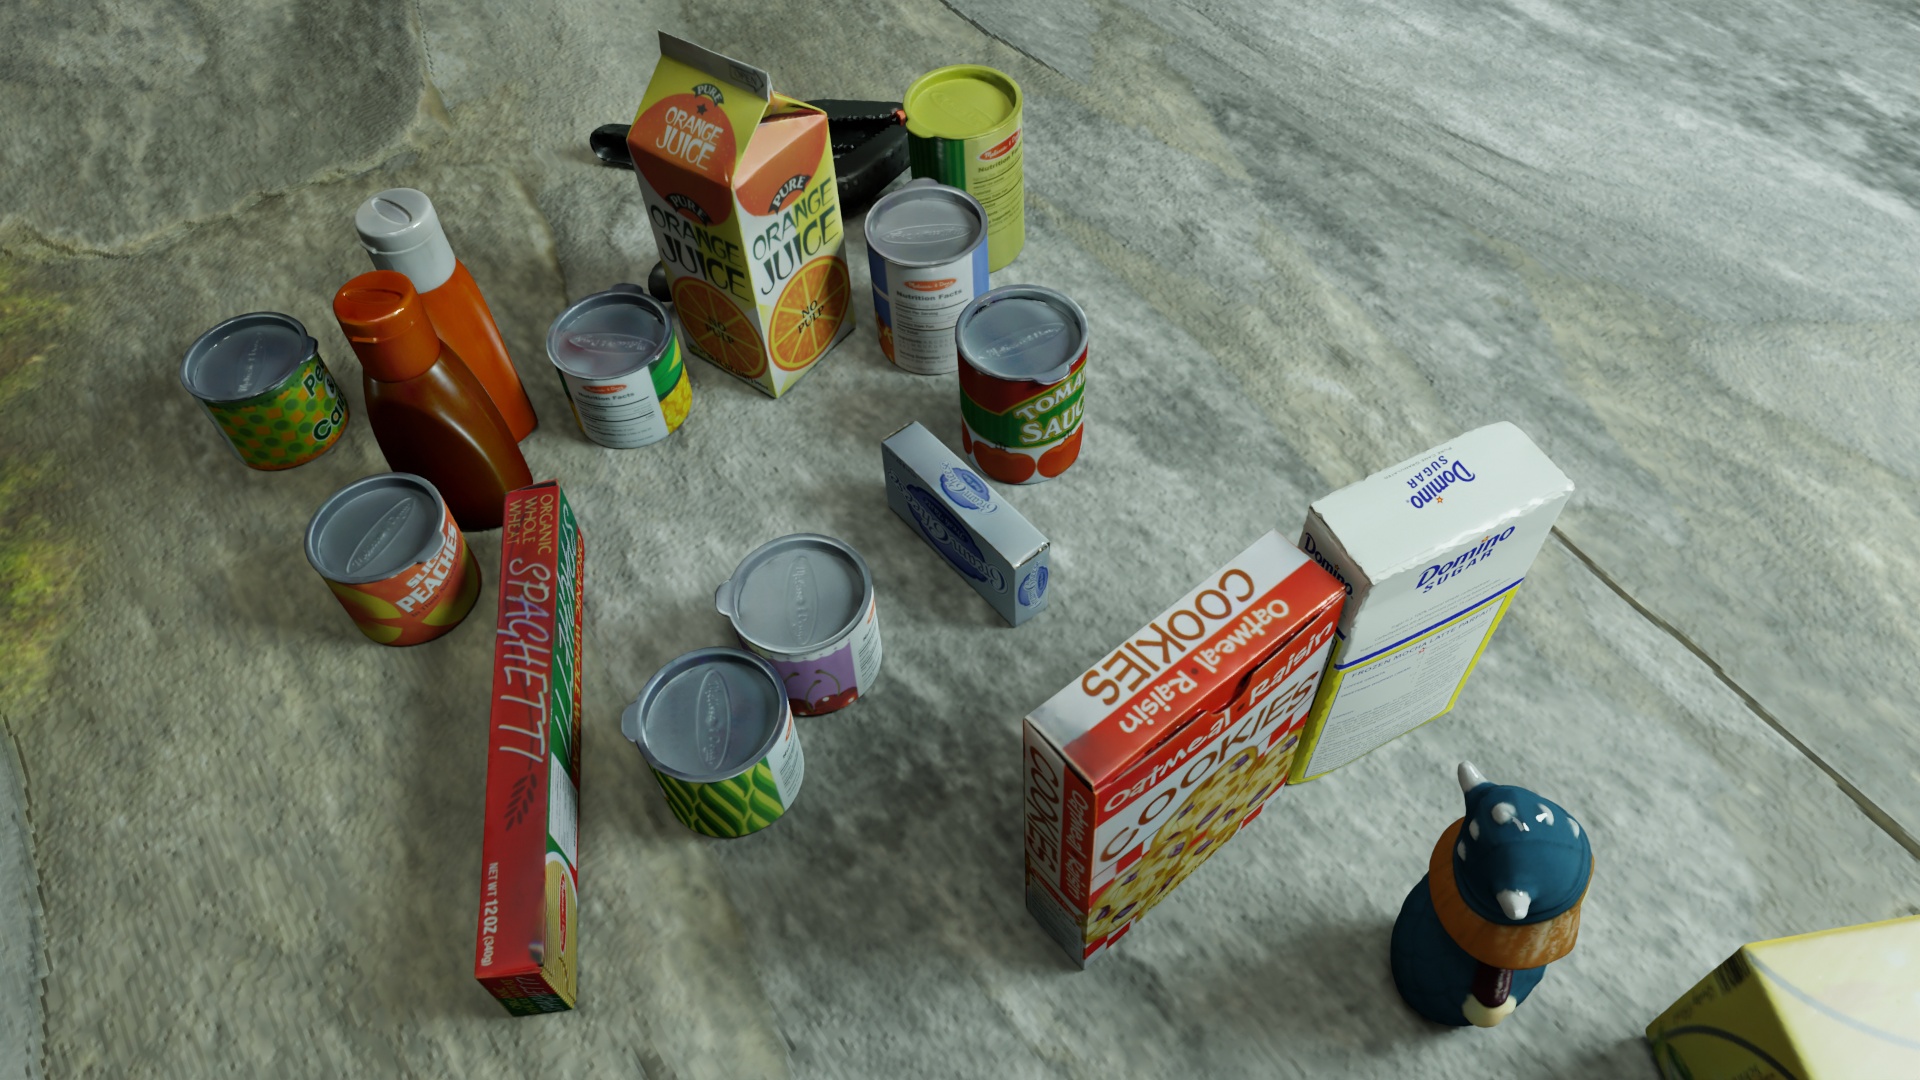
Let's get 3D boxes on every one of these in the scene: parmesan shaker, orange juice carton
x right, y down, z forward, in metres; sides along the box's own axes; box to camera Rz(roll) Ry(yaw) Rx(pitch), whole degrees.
[{"bbox_3d":[0.001,-0.211,0.805,0.071,0.102,0.071,-1,53,2],"label":"parmesan shaker"},{"bbox_3d":[-0.113,-0.173,0.726,0.072,0.191,0.073,30,60,22],"label":"orange juice carton"}]

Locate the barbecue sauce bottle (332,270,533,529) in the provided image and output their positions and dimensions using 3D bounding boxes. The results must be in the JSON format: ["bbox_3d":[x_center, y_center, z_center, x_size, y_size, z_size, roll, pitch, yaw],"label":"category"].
[{"bbox_3d":[-0.260,-0.065,0.680,0.065,0.147,0.044,5,54,7],"label":"barbecue sauce bottle"}]

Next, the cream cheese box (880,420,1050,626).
[{"bbox_3d":[0.002,-0.009,0.684,0.024,0.053,0.104,-35,59,-21],"label":"cream cheese box"}]

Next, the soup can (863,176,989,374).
[{"bbox_3d":[-0.017,-0.145,0.769,0.071,0.083,0.072,-1,53,2],"label":"soup can"}]

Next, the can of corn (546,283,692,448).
[{"bbox_3d":[-0.183,-0.094,0.754,0.071,0.058,0.071,-1,53,2],"label":"can of corn"}]

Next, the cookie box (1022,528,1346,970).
[{"bbox_3d":[0.083,0.086,0.539,0.123,0.166,0.040,-35,59,-21],"label":"cookie box"}]

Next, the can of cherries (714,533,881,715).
[{"bbox_3d":[-0.074,0.040,0.649,0.071,0.058,0.072,-1,53,2],"label":"can of cherries"}]

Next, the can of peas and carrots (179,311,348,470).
[{"bbox_3d":[-0.373,-0.081,0.753,0.071,0.058,0.071,-1,53,2],"label":"can of peas and carrots"}]

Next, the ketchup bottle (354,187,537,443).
[{"bbox_3d":[-0.266,-0.111,0.715,0.065,0.148,0.044,32,61,23],"label":"ketchup bottle"}]

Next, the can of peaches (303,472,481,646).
[{"bbox_3d":[-0.274,0.011,0.680,0.071,0.057,0.071,-1,53,2],"label":"can of peaches"}]

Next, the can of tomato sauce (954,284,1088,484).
[{"bbox_3d":[0.033,-0.078,0.716,0.071,0.082,0.071,-1,53,2],"label":"can of tomato sauce"}]

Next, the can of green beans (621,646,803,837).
[{"bbox_3d":[-0.105,0.090,0.613,0.071,0.057,0.071,-1,53,2],"label":"can of green beans"}]

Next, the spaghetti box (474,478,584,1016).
[{"bbox_3d":[-0.191,0.083,0.627,0.029,0.050,0.251,-8,53,-3],"label":"spaghetti box"}]
